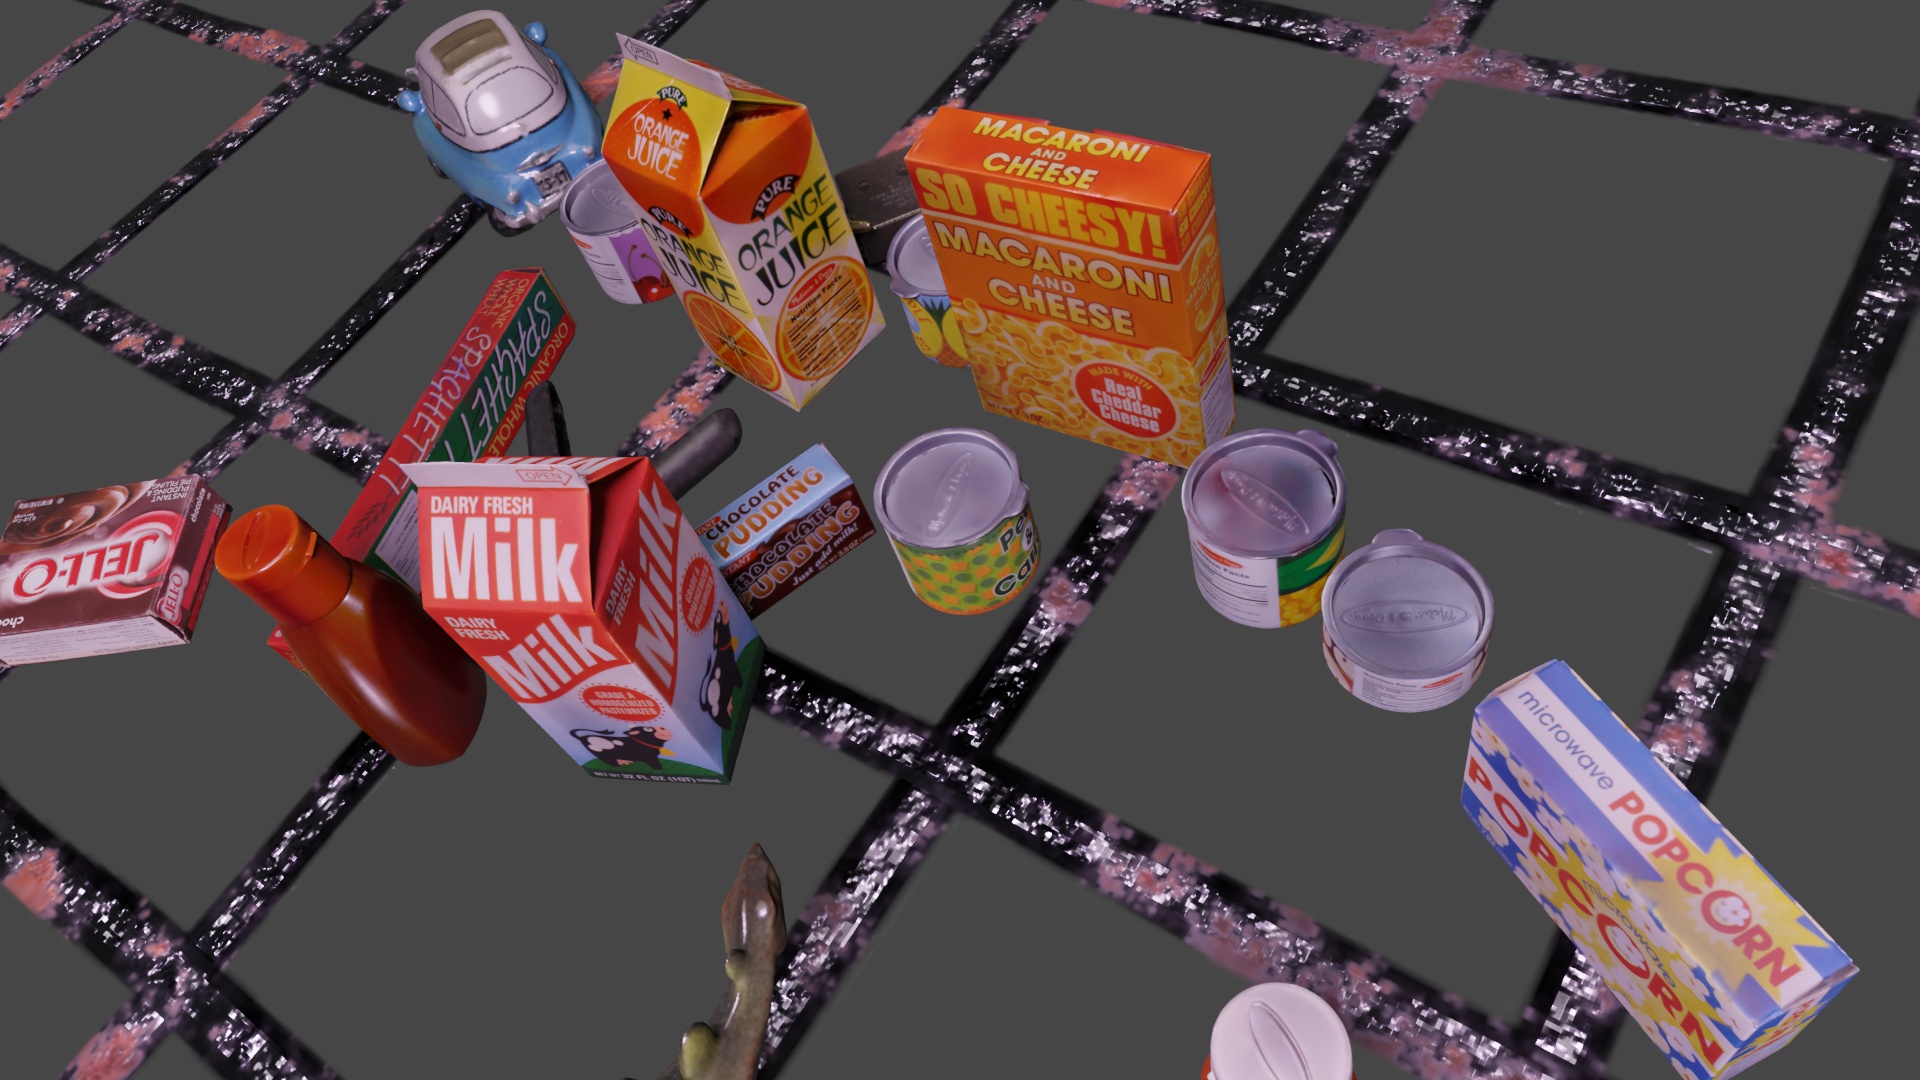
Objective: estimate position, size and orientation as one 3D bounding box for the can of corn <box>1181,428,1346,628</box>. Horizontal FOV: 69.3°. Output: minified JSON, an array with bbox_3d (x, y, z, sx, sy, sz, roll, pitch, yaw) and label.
[{"bbox_3d":[0.132,-0.006,0.593,0.071,0.058,0.071,-7,54,10],"label":"can of corn"}]

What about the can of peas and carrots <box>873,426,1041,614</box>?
[{"bbox_3d":[0.002,-0.008,0.628,0.071,0.058,0.071,-7,54,10],"label":"can of peas and carrots"}]

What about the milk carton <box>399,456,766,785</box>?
[{"bbox_3d":[-0.147,0.026,0.561,0.072,0.189,0.074,0,56,15],"label":"milk carton"}]

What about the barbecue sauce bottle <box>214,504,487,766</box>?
[{"bbox_3d":[-0.262,0.041,0.607,0.043,0.148,0.065,-11,54,8],"label":"barbecue sauce bottle"}]

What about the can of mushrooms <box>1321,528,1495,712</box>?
[{"bbox_3d":[0.182,0.033,0.568,0.071,0.033,0.071,-7,54,10],"label":"can of mushrooms"}]

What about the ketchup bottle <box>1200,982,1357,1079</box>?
[{"bbox_3d":[0.098,0.174,0.418,0.043,0.148,0.065,-26,53,-4],"label":"ketchup bottle"}]

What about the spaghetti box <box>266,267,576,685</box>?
[{"bbox_3d":[-0.272,-0.038,0.726,0.029,0.050,0.251,7,58,19],"label":"spaghetti box"}]

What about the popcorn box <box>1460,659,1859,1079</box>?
[{"bbox_3d":[0.225,0.112,0.468,0.038,0.085,0.127,-29,53,-6],"label":"popcorn box"}]

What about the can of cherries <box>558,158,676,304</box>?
[{"bbox_3d":[-0.185,-0.180,0.799,0.071,0.058,0.072,-7,54,10],"label":"can of cherries"}]

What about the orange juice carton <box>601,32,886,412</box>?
[{"bbox_3d":[-0.107,-0.159,0.680,0.072,0.191,0.073,31,68,30],"label":"orange juice carton"}]

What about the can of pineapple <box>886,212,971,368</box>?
[{"bbox_3d":[-0.001,-0.131,0.716,0.071,0.057,0.071,-7,54,10],"label":"can of pineapple"}]

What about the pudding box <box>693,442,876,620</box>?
[{"bbox_3d":[-0.085,-0.002,0.653,0.084,0.049,0.030,-36,55,-11],"label":"pudding box"}]

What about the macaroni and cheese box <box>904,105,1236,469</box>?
[{"bbox_3d":[0.054,-0.109,0.619,0.124,0.165,0.040,18,62,25],"label":"macaroni and cheese box"}]
